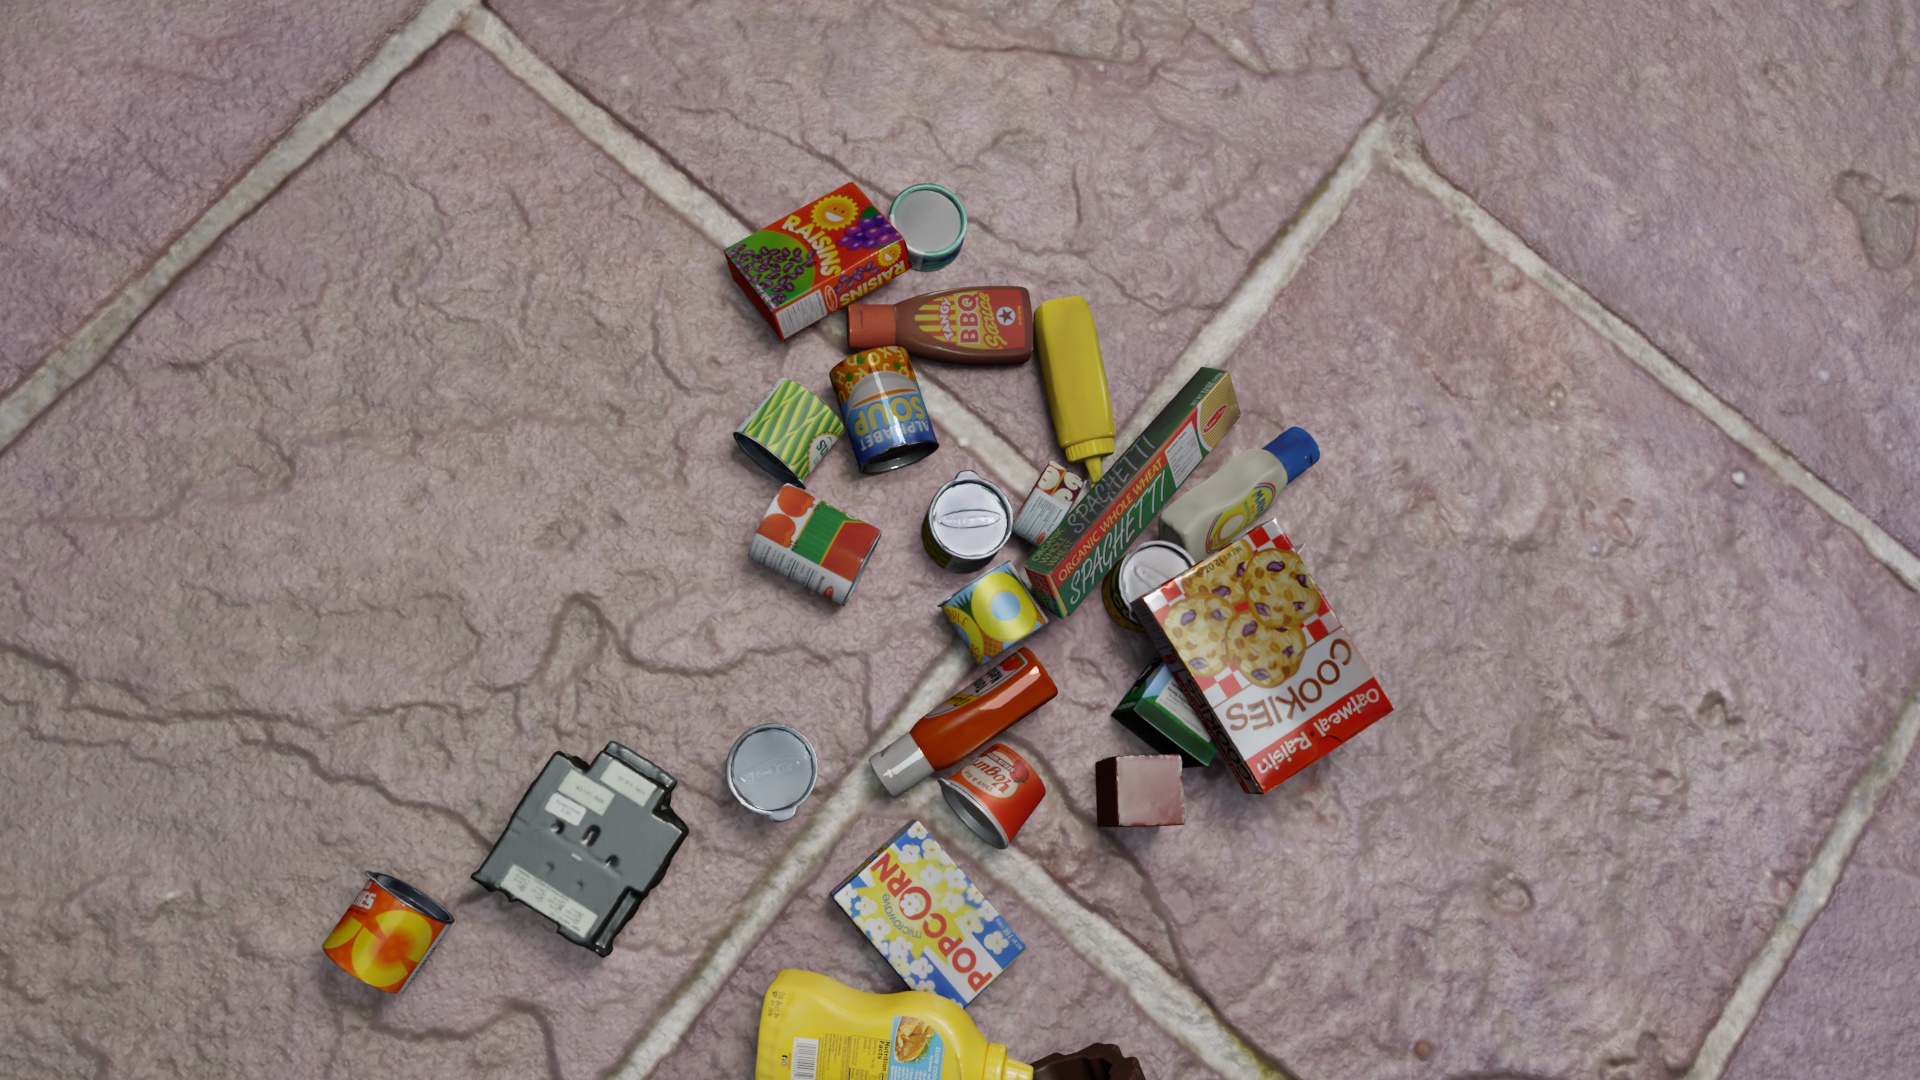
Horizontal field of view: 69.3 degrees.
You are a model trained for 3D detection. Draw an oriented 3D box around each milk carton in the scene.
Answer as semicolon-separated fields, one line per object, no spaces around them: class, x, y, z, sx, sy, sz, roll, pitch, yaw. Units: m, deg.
milk carton;0.208;0.081;1.090;0.073;0.072;0.191;38;77;0

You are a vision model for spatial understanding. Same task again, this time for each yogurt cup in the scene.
yogurt cup;0.027;0.190;1.047;0.054;0.072;0.072;-42;86;-22

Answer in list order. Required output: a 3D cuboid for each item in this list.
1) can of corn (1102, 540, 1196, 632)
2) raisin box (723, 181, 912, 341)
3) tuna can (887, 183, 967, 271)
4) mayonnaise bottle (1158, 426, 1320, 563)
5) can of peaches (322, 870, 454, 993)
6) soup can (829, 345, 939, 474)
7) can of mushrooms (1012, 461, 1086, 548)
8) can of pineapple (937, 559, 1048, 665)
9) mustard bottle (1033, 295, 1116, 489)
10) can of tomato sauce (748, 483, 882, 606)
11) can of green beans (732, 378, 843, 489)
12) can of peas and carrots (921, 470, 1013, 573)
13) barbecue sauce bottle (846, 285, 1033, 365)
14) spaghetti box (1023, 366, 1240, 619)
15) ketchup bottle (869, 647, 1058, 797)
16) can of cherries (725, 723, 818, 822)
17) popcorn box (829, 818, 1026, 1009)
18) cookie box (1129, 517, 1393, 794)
can of corn;0.149;0.040;1.097;0.071;0.058;0.071;2;78;-8
raisin box;-0.114;-0.225;1.114;0.123;0.040;0.086;-32;59;-12
tuna can;-0.026;-0.261;1.151;0.071;0.032;0.071;1;78;-7
mayonnaise bottle;0.226;-0.038;1.124;0.148;0.064;0.041;-36;52;-15
can of peaches;-0.400;0.272;0.968;0.071;0.071;0.058;32;77;0
soup can;-0.061;-0.103;1.093;0.071;0.071;0.084;-17;81;-11
can of mushrooms;0.069;-0.028;1.099;0.033;0.071;0.071;31;76;0
can of pineapple;0.025;0.057;1.072;0.071;0.071;0.058;-32;84;-13
mustard bottle;0.096;-0.114;1.123;0.049;0.065;0.160;-11;85;-4
can of tomato sauce;-0.110;0.002;1.067;0.083;0.071;0.071;27;76;-1
can of green beans;-0.133;-0.084;1.082;0.071;0.071;0.058;37;76;1
can of peas and carrots;0.004;-0.014;1.089;0.071;0.058;0.071;2;77;-7
barbecue sauce bottle;-0.017;-0.174;1.128;0.149;0.043;0.065;-2;78;-8
spaghetti box;0.139;-0.042;1.092;0.029;0.050;0.251;19;55;41
ketchup bottle;0.002;0.140;1.056;0.149;0.065;0.043;-34;98;-5
can of cherries;-0.140;0.173;1.029;0.071;0.058;0.071;2;78;-8
popcorn box;-0.024;0.282;1.031;0.085;0.038;0.127;-40;86;-12
cookie box;0.223;0.086;1.032;0.123;0.040;0.167;-30;85;-13
